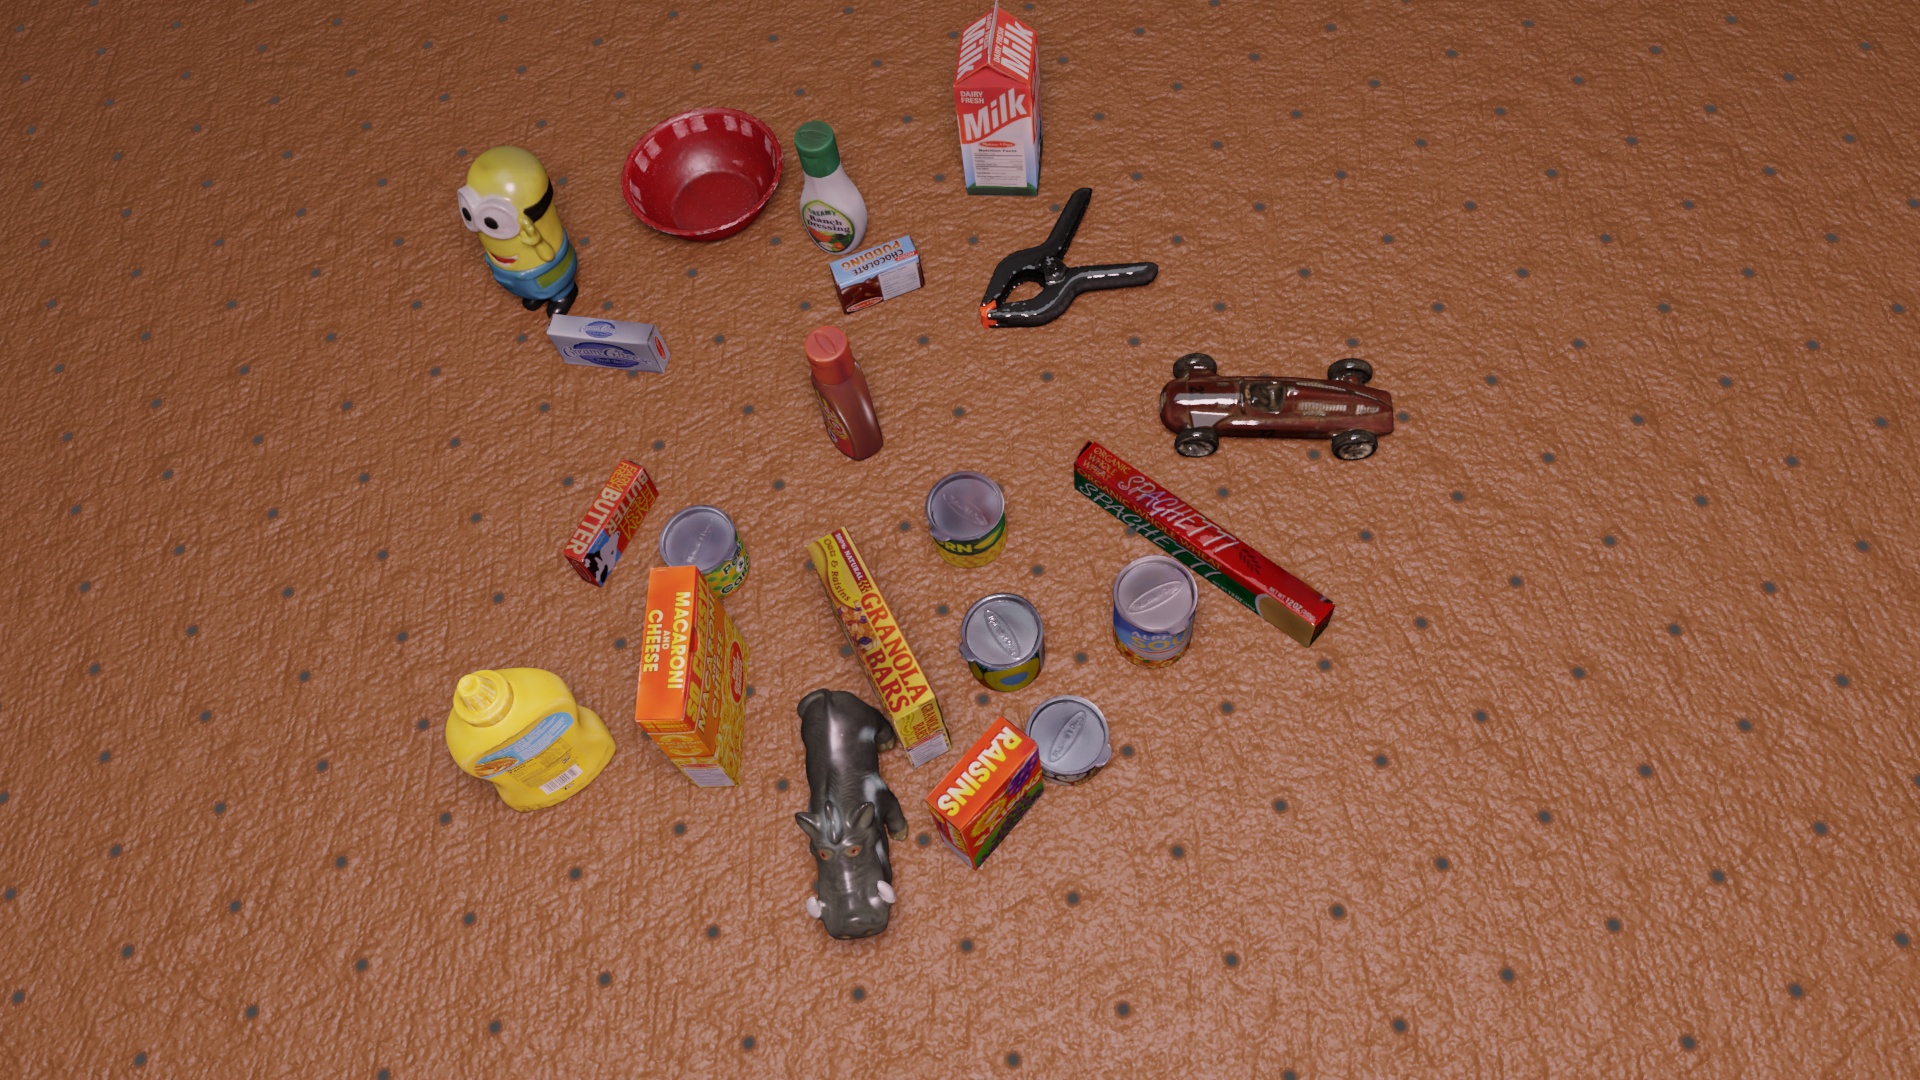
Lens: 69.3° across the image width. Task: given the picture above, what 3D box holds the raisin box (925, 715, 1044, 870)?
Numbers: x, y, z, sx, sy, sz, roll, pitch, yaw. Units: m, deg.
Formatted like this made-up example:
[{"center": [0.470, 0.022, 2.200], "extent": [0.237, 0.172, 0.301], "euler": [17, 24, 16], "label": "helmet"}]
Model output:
[{"center": [0.021, 0.192, 1.042], "extent": [0.040, 0.123, 0.086], "euler": [38, 73, 21], "label": "raisin box"}]

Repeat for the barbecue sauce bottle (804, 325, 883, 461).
[{"center": [-0.103, -0.130, 1.205], "extent": [0.044, 0.148, 0.065], "euler": [-35, 65, -11], "label": "barbecue sauce bottle"}]

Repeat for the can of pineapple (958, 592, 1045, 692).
[{"center": [0.034, 0.084, 1.133], "extent": [0.071, 0.057, 0.071], "euler": [-2, 63, 5], "label": "can of pineapple"}]

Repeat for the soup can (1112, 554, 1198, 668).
[{"center": [0.157, 0.061, 1.117], "extent": [0.071, 0.083, 0.071], "euler": [-2, 63, 5], "label": "soup can"}]

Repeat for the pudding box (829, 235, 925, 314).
[{"center": [-0.079, -0.252, 1.321], "extent": [0.084, 0.049, 0.030], "euler": [-21, 63, -5], "label": "pudding box"}]

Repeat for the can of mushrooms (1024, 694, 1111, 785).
[{"center": [0.087, 0.160, 1.102], "extent": [0.071, 0.033, 0.071], "euler": [-2, 63, 5], "label": "can of mushrooms"}]

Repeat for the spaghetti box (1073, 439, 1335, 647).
[{"center": [0.198, 0.001, 1.163], "extent": [0.250, 0.050, 0.029], "euler": [36, 72, 21], "label": "spaghetti box"}]

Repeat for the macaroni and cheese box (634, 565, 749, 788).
[{"center": [-0.205, 0.109, 1.083], "extent": [0.040, 0.165, 0.124], "euler": [-3, 63, 5], "label": "macaroni and cheese box"}]

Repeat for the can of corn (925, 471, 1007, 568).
[{"center": [0.004, -0.015, 1.186], "extent": [0.071, 0.058, 0.071], "euler": [-2, 63, 5], "label": "can of corn"}]

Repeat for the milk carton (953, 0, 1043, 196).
[{"center": [0.037, -0.416, 1.314], "extent": [0.073, 0.189, 0.072], "euler": [3, 64, 7], "label": "milk carton"}]

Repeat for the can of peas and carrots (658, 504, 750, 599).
[{"center": [-0.217, 0.012, 1.194], "extent": [0.071, 0.058, 0.071], "euler": [-2, 63, 5], "label": "can of peas and carrots"}]

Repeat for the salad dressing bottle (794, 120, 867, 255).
[{"center": [-0.126, -0.332, 1.311], "extent": [0.064, 0.147, 0.044], "euler": [14, 66, 13], "label": "salad dressing bottle"}]

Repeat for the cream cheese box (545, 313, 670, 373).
[{"center": [-0.332, -0.185, 1.310], "extent": [0.104, 0.053, 0.024], "euler": [7, 64, 9], "label": "cream cheese box"}]

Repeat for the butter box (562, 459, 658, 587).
[{"center": [-0.306, -0.016, 1.221], "extent": [0.024, 0.053, 0.104], "euler": [21, 67, 15], "label": "butter box"}]

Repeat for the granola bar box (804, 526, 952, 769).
[{"center": [-0.063, 0.086, 1.104], "extent": [0.039, 0.123, 0.166], "euler": [-26, 64, -7], "label": "granola bar box"}]
